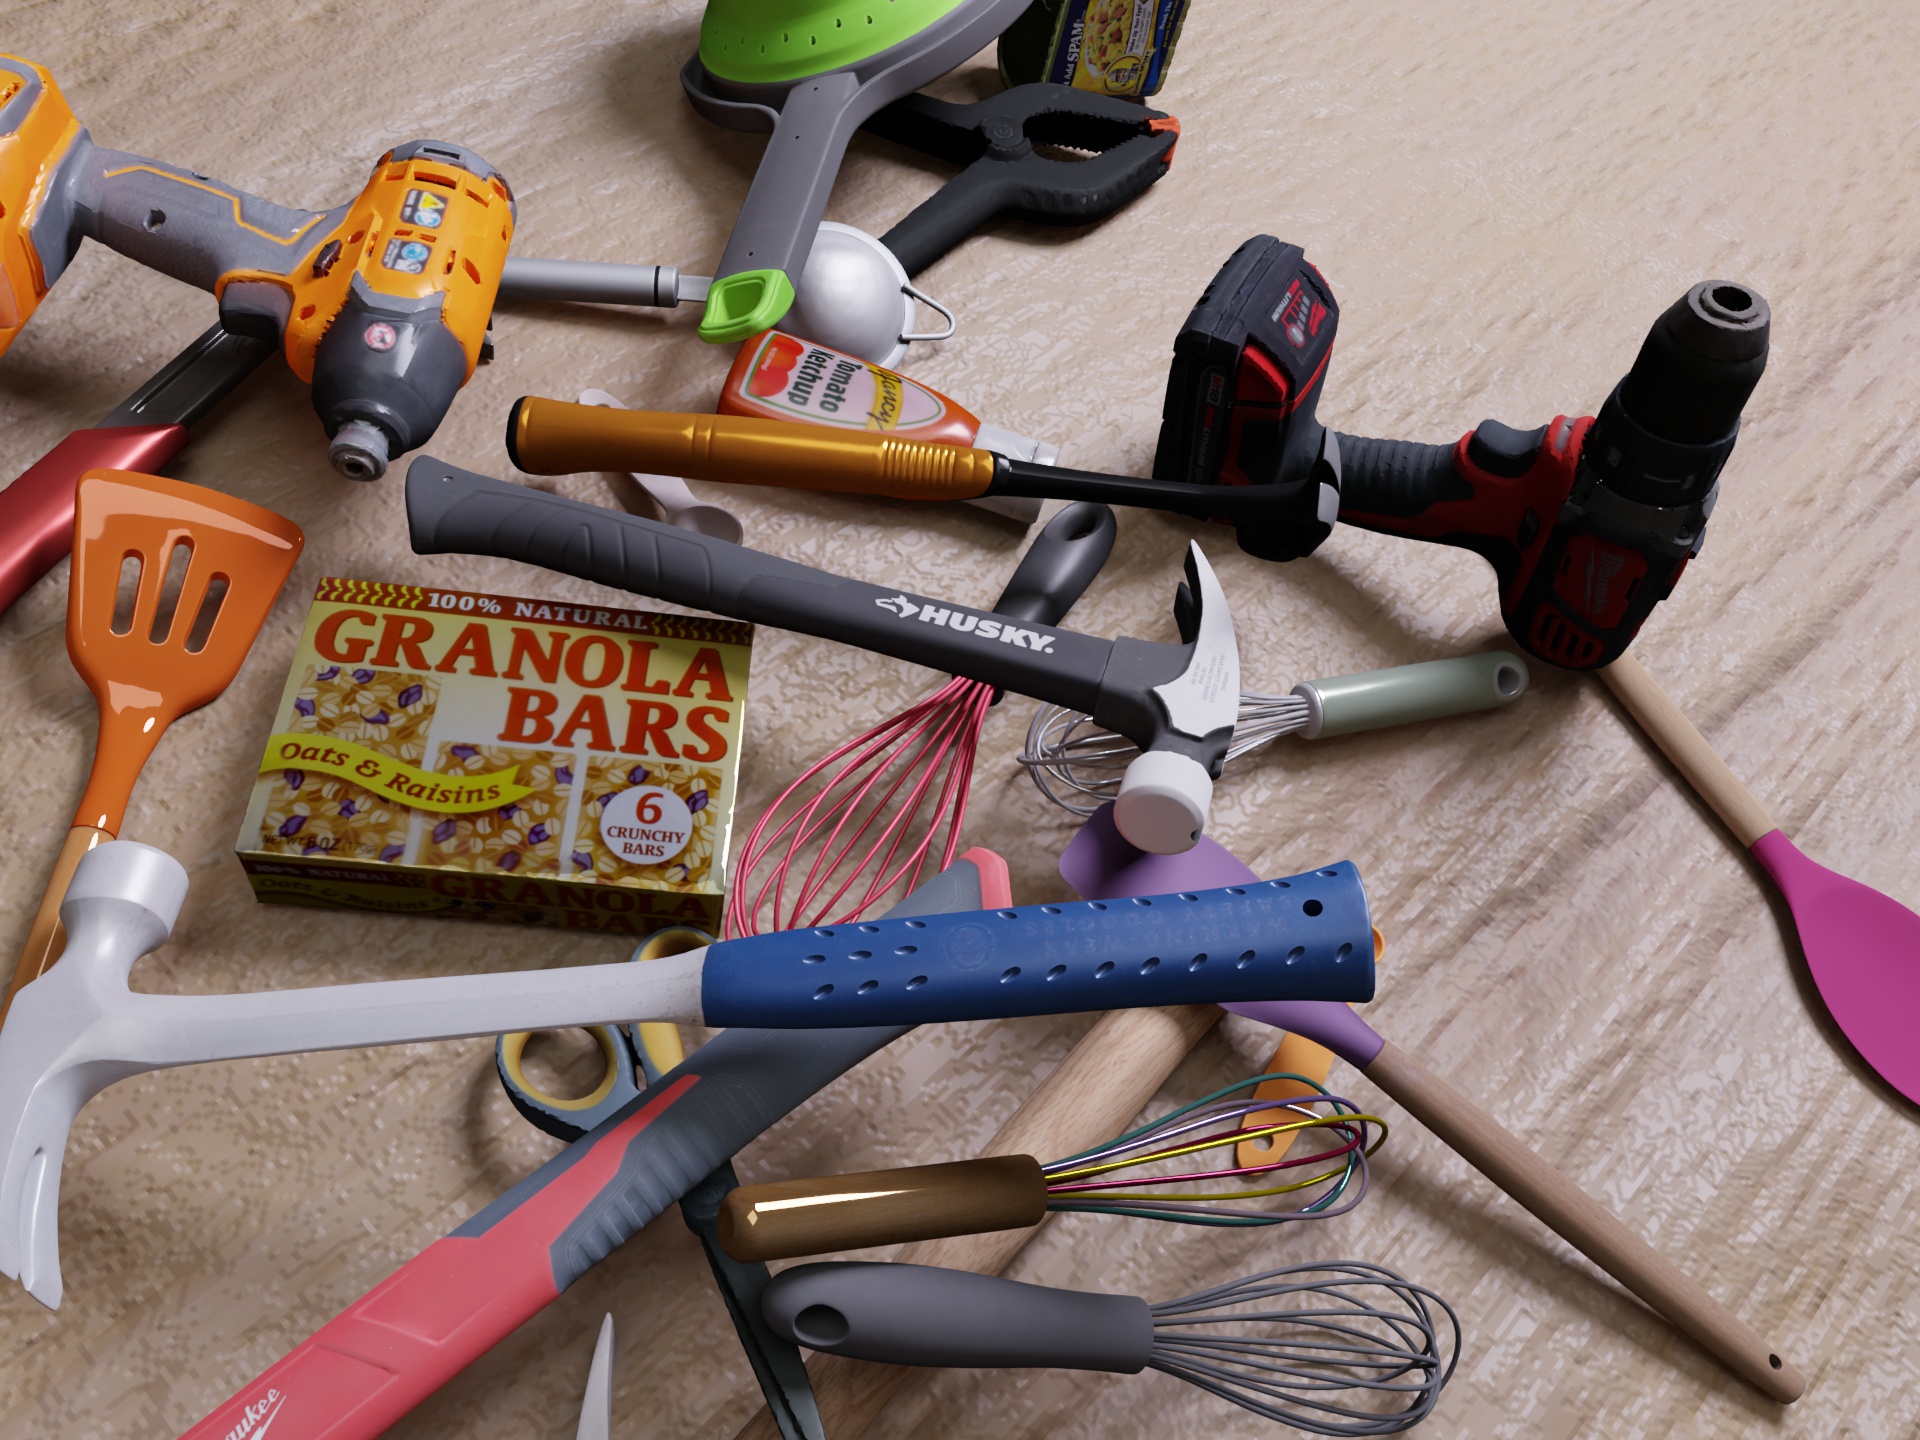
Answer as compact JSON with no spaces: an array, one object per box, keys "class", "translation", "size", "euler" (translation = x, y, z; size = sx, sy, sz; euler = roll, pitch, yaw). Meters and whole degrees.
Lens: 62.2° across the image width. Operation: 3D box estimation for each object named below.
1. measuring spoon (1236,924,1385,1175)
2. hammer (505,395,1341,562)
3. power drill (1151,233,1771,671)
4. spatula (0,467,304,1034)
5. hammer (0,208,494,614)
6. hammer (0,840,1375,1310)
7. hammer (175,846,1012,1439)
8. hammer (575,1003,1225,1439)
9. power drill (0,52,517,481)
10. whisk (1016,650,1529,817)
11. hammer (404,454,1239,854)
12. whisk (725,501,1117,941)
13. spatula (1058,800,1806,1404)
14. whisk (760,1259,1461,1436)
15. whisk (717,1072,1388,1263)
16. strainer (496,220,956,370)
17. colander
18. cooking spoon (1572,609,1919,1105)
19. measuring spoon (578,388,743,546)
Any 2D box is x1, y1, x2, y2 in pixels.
[{"class":"measuring spoon","translation":[0.131,0.123,0.602],"size":[0.021,0.011,0.117],"euler":[31,60,9]},{"class":"hammer","translation":[-0.019,-0.102,0.640],"size":[0.337,0.127,0.034],"euler":[6,88,5]},{"class":"power drill","translation":[0.205,-0.127,0.669],"size":[0.227,0.187,0.080],"euler":[24,56,15]},{"class":"spatula","translation":[-0.301,0.057,0.537],"size":[0.081,0.041,0.323],"euler":[16,55,-23]},{"class":"hammer","translation":[-0.344,-0.085,0.626],"size":[0.149,0.036,0.359],"euler":[25,55,6]},{"class":"hammer","translation":[-0.085,0.084,0.467],"size":[0.405,0.035,0.144],"euler":[-5,48,3]},{"class":"hammer","translation":[-0.143,0.149,0.468],"size":[0.386,0.038,0.143],"euler":[-35,56,-21]},{"class":"hammer","translation":[0.006,0.166,0.532],"size":[0.130,0.031,0.331],"euler":[39,58,14]},{"class":"power drill","translation":[-0.303,-0.174,0.627],"size":[0.226,0.084,0.164],"euler":[9,55,-11]},{"class":"whisk","translation":[0.137,-0.003,0.667],"size":[0.246,0.059,0.058],"euler":[-9,96,-21]},{"class":"hammer","translation":[-0.057,-0.049,0.608],"size":[0.335,0.035,0.146],"euler":[15,42,8]},{"class":"whisk","translation":[-0.001,-0.002,0.630],"size":[0.073,0.073,0.296],"euler":[28,50,8]},{"class":"spatula","translation":[0.170,0.135,0.572],"size":[0.316,0.018,0.060],"euler":[39,54,6]},{"class":"whisk","translation":[0.054,0.187,0.490],"size":[0.238,0.055,0.055],"euler":[13,54,-20]},{"class":"whisk","translation":[0.041,0.142,0.500],"size":[0.244,0.047,0.051],"euler":[3,75,-31]},{"class":"strainer","translation":[-0.129,-0.201,0.743],"size":[0.258,0.050,0.087],"euler":[3,80,-3]},{"class":"colander","translation":[-0.076,-0.332,0.751],"size":[0.204,0.094,0.397],"euler":[-6,49,20]},{"class":"cooking spoon","translation":[0.334,0.031,0.696],"size":[0.069,0.017,0.319],"euler":[-24,64,-15]},{"class":"measuring spoon","translation":[-0.135,-0.105,0.698],"size":[0.034,0.018,0.124],"euler":[-25,58,-25]}]
